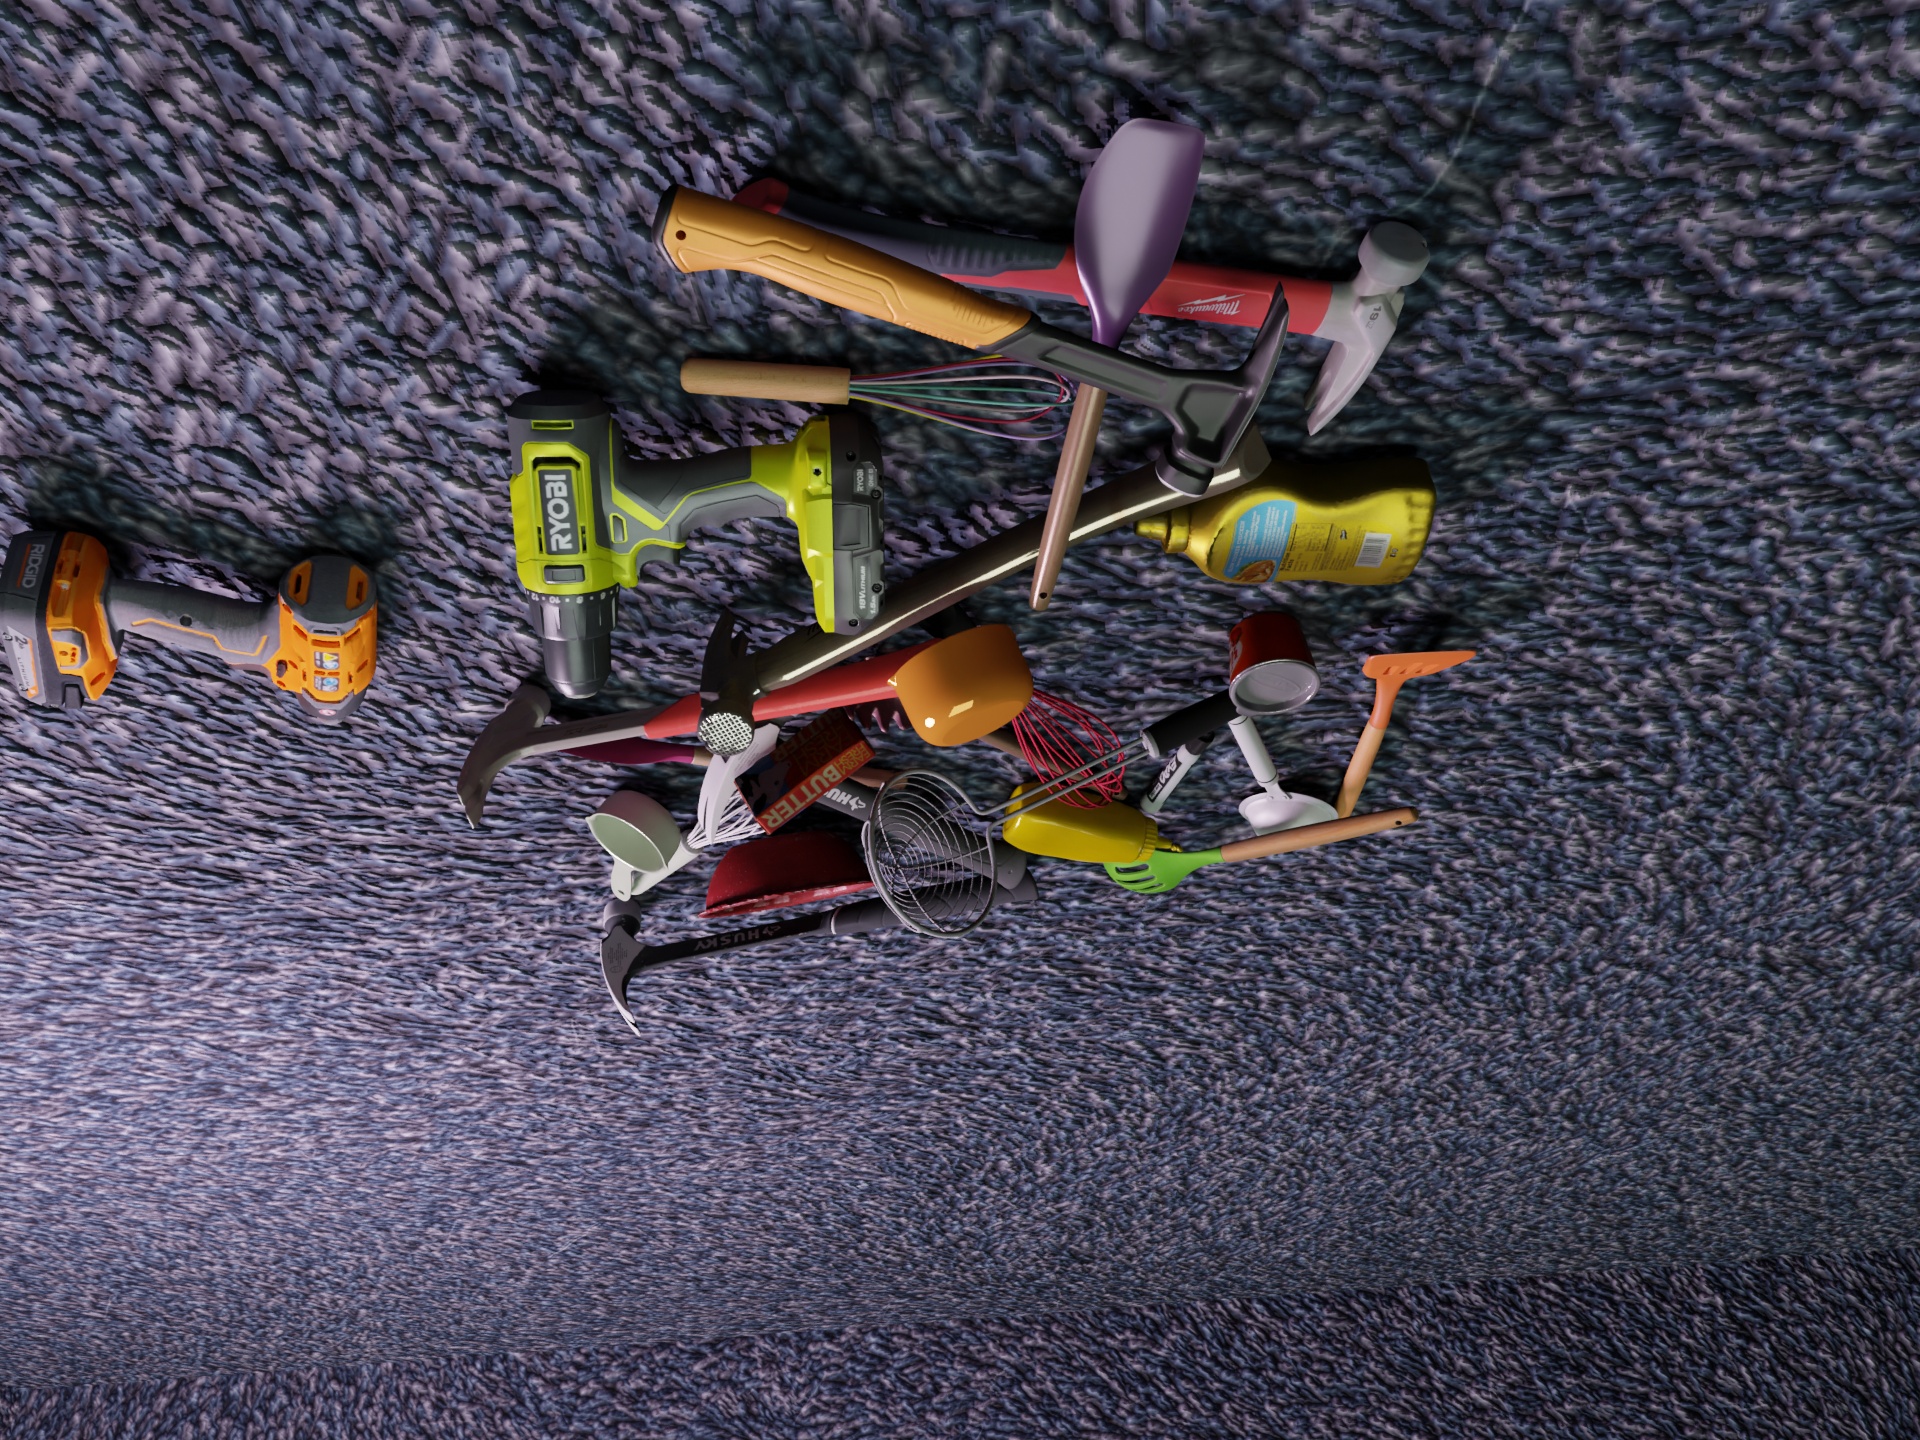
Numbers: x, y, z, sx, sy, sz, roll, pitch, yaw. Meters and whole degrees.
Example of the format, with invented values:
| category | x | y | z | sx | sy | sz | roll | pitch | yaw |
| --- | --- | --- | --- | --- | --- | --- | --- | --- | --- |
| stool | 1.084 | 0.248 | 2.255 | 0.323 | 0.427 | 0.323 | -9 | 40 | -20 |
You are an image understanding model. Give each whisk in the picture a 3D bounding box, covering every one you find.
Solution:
| category | x | y | z | sx | sy | sz | roll | pitch | yaw |
| --- | --- | --- | --- | --- | --- | --- | --- | --- | --- |
| whisk | 0.045 | -0.018 | 1.217 | 0.073 | 0.073 | 0.295 | -22 | 135 | 26 |
| whisk | -0.230 | 0.103 | 1.384 | 0.059 | 0.058 | 0.246 | 26 | 141 | -30 |
| whisk | -0.045 | -0.204 | 0.962 | 0.245 | 0.051 | 0.047 | 3 | 124 | -2 |

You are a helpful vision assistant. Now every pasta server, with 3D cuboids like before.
| category | x | y | z | sx | sy | sz | roll | pitch | yaw |
| --- | --- | --- | --- | --- | --- | --- | --- | --- | --- |
| pasta server | 0.028 | 0.015 | 1.281 | 0.316 | 0.040 | 0.060 | 24 | 105 | -36 |

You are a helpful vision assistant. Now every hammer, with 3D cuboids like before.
| category | x | y | z | sx | sy | sz | roll | pitch | yaw |
| --- | --- | --- | --- | --- | --- | --- | --- | --- | --- |
| hammer | 0.005 | -0.221 | 0.846 | 0.336 | 0.034 | 0.127 | 16 | 131 | -12 |
| hammer | -0.179 | -0.004 | 1.144 | 0.359 | 0.149 | 0.036 | -10 | 121 | 9 |
| hammer | 0.008 | -0.105 | 1.064 | 0.410 | 0.146 | 0.038 | -24 | 122 | 12 |
| hammer | -0.130 | 0.190 | 1.464 | 0.409 | 0.149 | 0.036 | -11 | 130 | 0 |
| hammer | 0.060 | -0.243 | 0.908 | 0.386 | 0.038 | 0.143 | 5 | 146 | -11 |
| hammer | -0.066 | 0.080 | 1.327 | 0.334 | 0.035 | 0.146 | 27 | 107 | -39 |

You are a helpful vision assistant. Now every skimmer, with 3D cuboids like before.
| category | x | y | z | sx | sy | sz | roll | pitch | yaw |
| --- | --- | --- | --- | --- | --- | --- | --- | --- | --- |
| skimmer | 0.096 | 0.042 | 1.183 | 0.363 | 0.127 | 0.090 | -25 | -179 | -10 |

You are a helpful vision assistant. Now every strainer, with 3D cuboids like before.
| category | x | y | z | sx | sy | sz | roll | pitch | yaw |
| --- | --- | --- | --- | --- | --- | --- | --- | --- | --- |
| strainer | 0.262 | 0.053 | 1.356 | 0.087 | 0.050 | 0.258 | -3 | 145 | 27 |

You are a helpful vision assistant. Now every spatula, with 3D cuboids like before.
| category | x | y | z | sx | sy | sz | roll | pitch | yaw |
| --- | --- | --- | --- | --- | --- | --- | --- | --- | --- |
| spatula | 0.074 | -0.189 | 0.908 | 0.059 | 0.018 | 0.315 | 5 | 132 | -8 |
| spatula | 0.341 | 0.022 | 1.314 | 0.081 | 0.041 | 0.322 | -3 | 146 | -2 |

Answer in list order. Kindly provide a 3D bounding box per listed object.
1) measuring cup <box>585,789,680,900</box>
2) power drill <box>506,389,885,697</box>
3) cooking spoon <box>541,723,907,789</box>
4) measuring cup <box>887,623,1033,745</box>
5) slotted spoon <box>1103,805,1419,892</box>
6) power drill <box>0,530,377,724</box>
| category | x | y | z | sx | sy | sz | roll | pitch | yaw |
| --- | --- | --- | --- | --- | --- | --- | --- | --- | --- |
| measuring cup | -0.284 | 0.113 | 1.389 | 0.083 | 0.038 | 0.167 | 31 | 149 | 3 |
| power drill | -0.164 | -0.108 | 0.997 | 0.228 | 0.080 | 0.190 | -2 | 113 | -6 |
| cooking spoon | -0.192 | 0.030 | 1.289 | 0.318 | 0.069 | 0.017 | 9 | 104 | -22 |
| measuring cup | -0.002 | -0.003 | 1.087 | 0.095 | 0.052 | 0.173 | -20 | 161 | -17 |
| slotted spoon | 0.251 | 0.110 | 1.383 | 0.314 | 0.031 | 0.070 | -17 | 127 | 39 |
| power drill | -0.525 | -0.053 | 1.106 | 0.226 | 0.084 | 0.164 | 4 | 146 | -17 |
